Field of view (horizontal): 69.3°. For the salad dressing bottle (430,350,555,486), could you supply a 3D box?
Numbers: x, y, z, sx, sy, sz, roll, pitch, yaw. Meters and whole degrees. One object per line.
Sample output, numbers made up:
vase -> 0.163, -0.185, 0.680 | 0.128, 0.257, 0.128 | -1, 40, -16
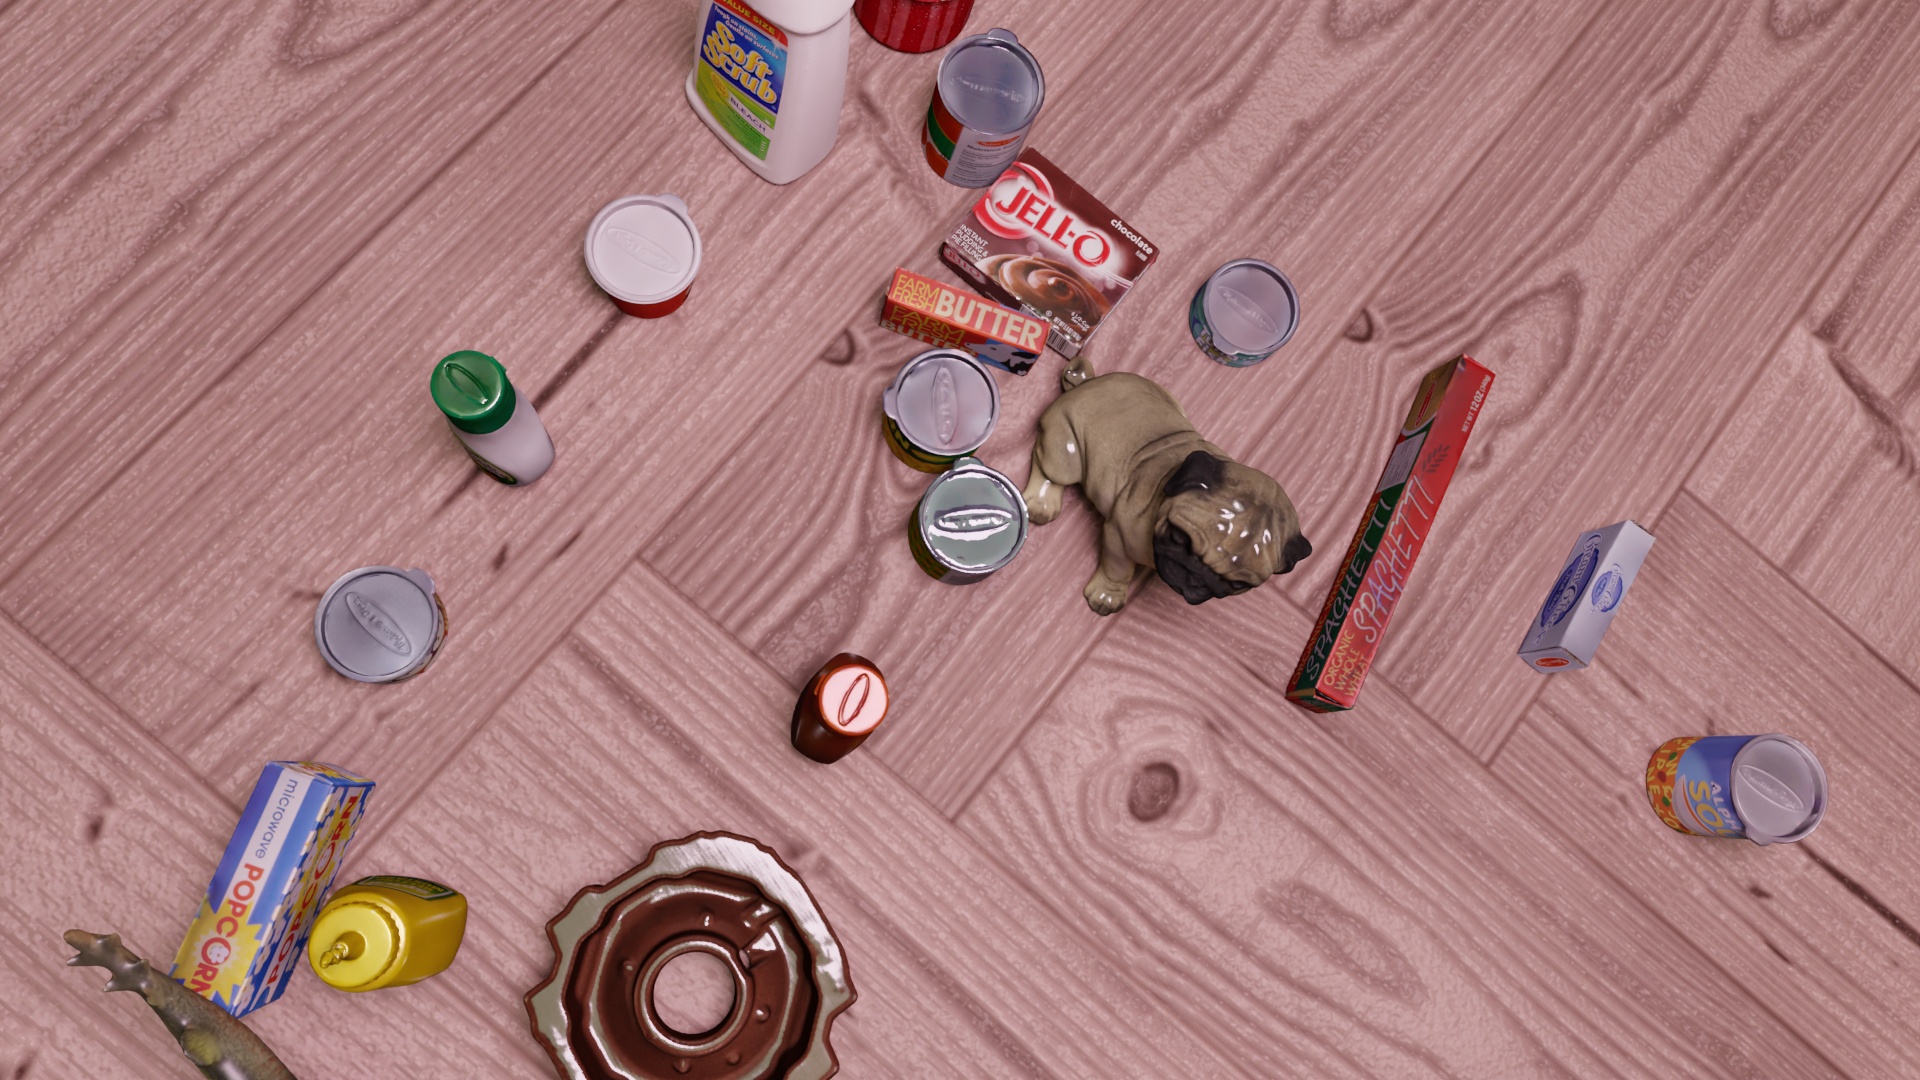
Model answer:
salad dressing bottle -> -0.259, -0.067, 0.765 | 0.064, 0.147, 0.044 | 44, 77, 0

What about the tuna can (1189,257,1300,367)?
tuna can -> 0.185, -0.147, 0.913 | 0.071, 0.032, 0.071 | 2, 80, -9

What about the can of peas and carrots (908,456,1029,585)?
can of peas and carrots -> 0.003, -0.011, 0.845 | 0.071, 0.058, 0.071 | 2, 80, -9

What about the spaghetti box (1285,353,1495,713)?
spaghetti box -> 0.276, -0.004, 0.894 | 0.029, 0.050, 0.250 | 28, 77, -4

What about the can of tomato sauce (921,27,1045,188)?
can of tomato sauce -> 0.012, -0.272, 0.880 | 0.071, 0.083, 0.071 | 2, 80, -9

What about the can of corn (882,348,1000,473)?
can of corn -> -0.016, -0.078, 0.854 | 0.071, 0.058, 0.071 | 2, 80, -9

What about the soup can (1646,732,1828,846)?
soup can -> 0.490, 0.159, 0.883 | 0.071, 0.083, 0.071 | 2, 80, -9

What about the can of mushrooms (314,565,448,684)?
can of mushrooms -> -0.327, 0.047, 0.792 | 0.071, 0.033, 0.071 | 2, 80, -9

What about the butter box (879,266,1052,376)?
butter box -> 0.001, -0.136, 0.870 | 0.103, 0.053, 0.024 | 19, 78, -6

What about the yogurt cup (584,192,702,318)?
yogurt cup -> -0.191, -0.168, 0.843 | 0.072, 0.054, 0.072 | 2, 80, -9

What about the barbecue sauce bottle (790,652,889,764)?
barbecue sauce bottle -> -0.066, 0.091, 0.769 | 0.044, 0.148, 0.065 | 28, 77, -4

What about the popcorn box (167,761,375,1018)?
popcorn box -> -0.363, 0.181, 0.736 | 0.038, 0.085, 0.127 | 21, 78, -5

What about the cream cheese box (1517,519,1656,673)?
cream cheese box -> 0.408, 0.037, 0.907 | 0.024, 0.053, 0.104 | 35, 77, -2

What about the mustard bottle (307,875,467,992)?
mustard bottle -> -0.295, 0.200, 0.705 | 0.065, 0.160, 0.049 | 13, 79, -7
